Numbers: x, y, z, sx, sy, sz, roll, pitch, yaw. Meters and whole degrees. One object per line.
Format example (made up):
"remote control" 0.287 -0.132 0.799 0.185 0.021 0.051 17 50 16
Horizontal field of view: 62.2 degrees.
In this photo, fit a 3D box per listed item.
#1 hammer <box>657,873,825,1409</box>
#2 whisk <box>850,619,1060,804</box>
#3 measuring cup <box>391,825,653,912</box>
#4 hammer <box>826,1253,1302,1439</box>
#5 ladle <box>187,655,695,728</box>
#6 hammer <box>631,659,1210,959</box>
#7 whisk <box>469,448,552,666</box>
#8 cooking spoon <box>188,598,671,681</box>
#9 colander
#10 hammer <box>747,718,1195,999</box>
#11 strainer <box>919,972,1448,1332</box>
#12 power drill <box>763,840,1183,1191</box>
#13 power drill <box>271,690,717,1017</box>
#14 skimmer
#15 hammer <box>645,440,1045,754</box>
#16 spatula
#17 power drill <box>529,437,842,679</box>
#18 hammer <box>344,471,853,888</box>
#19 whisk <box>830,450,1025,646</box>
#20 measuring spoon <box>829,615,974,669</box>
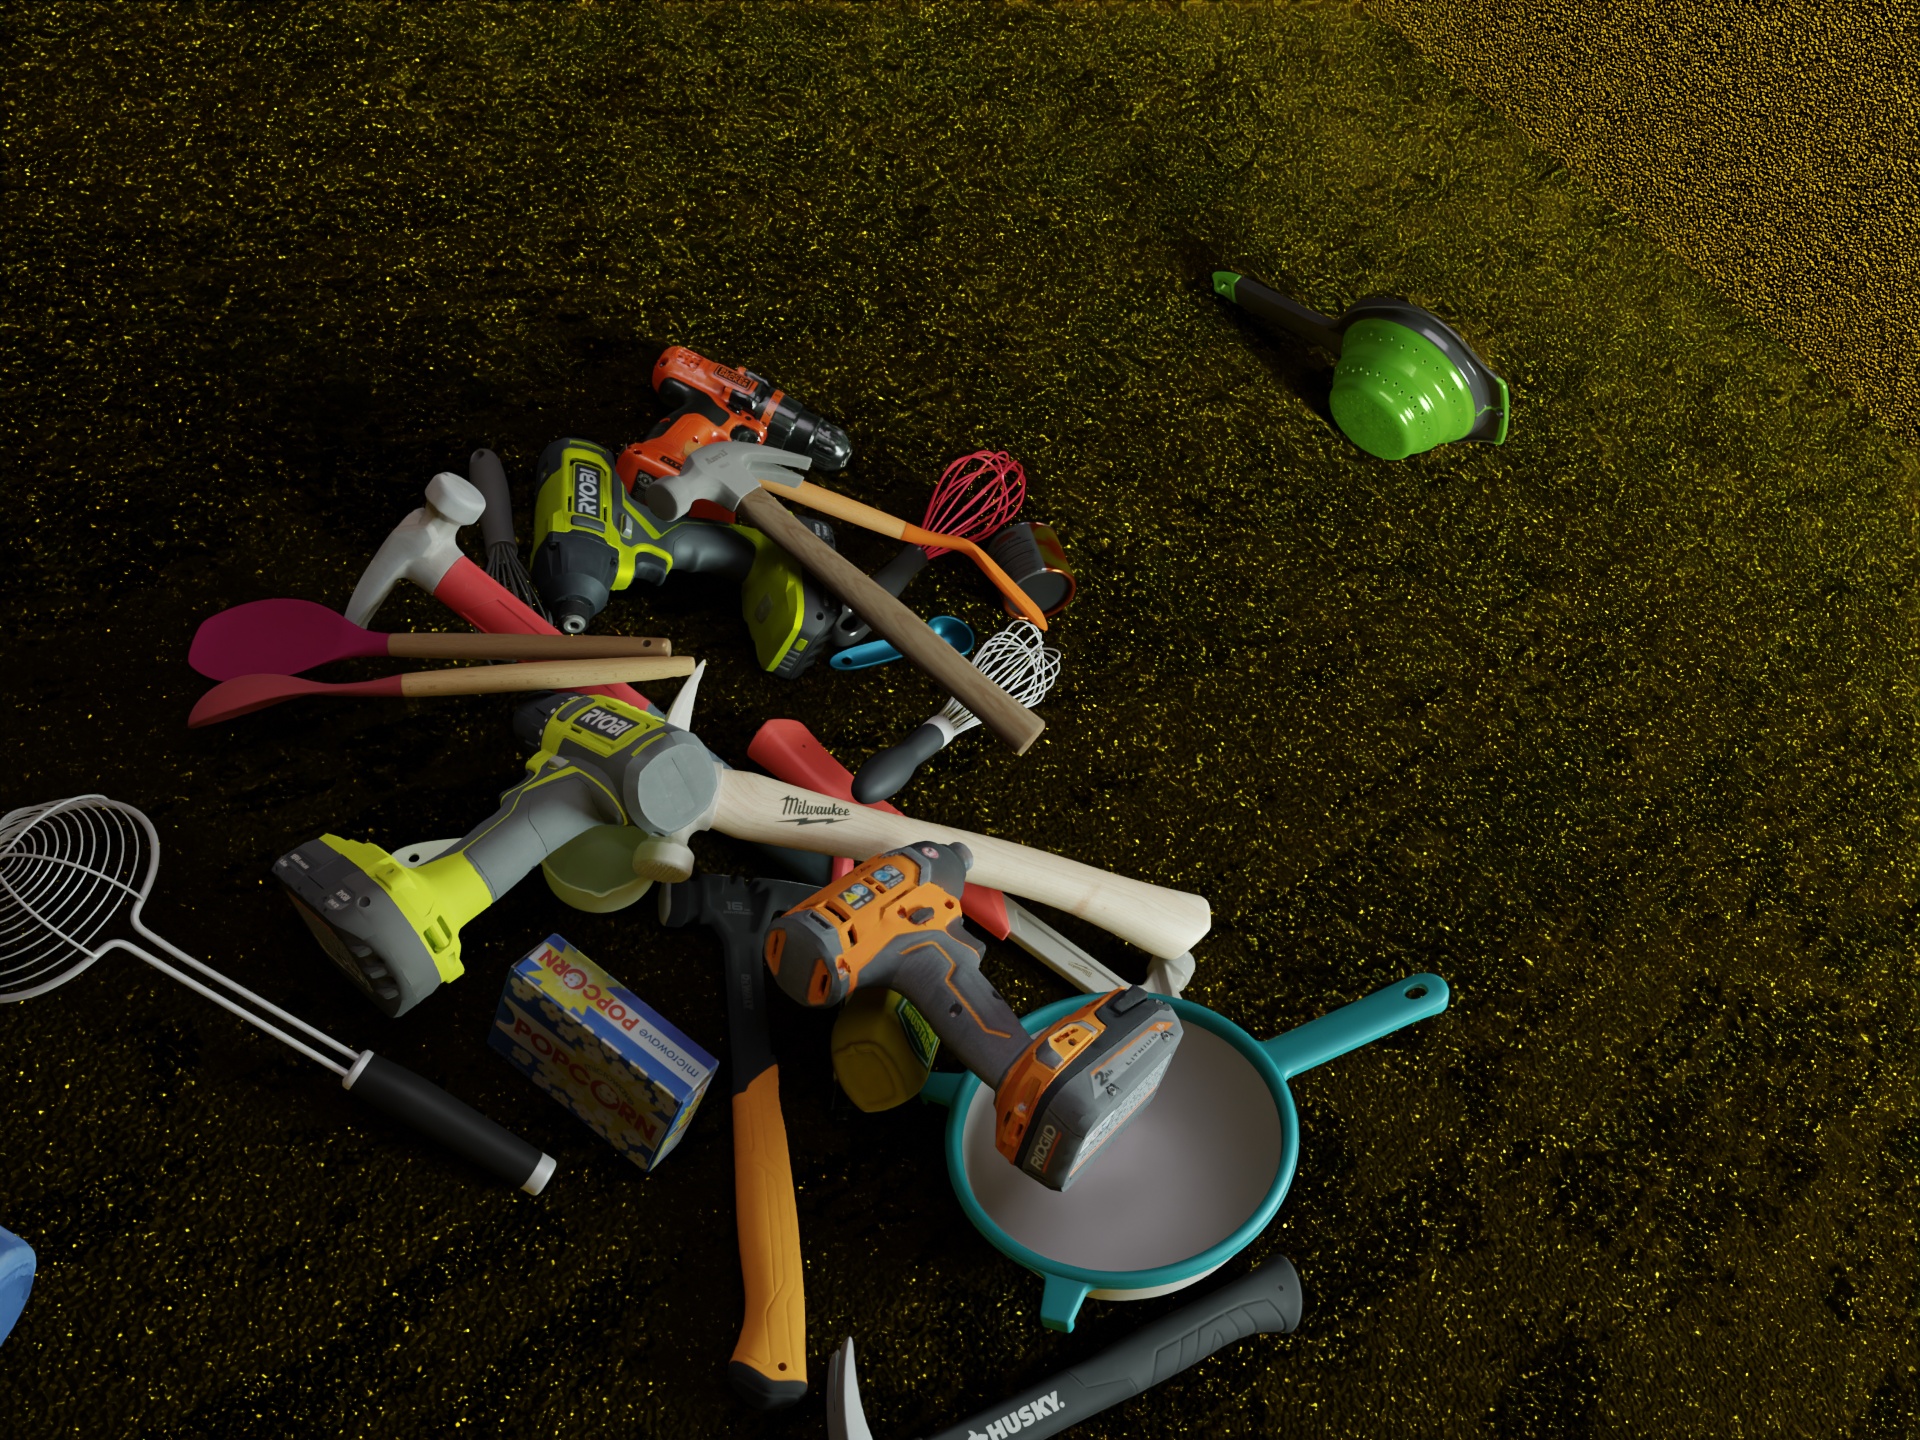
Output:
"hammer" -0.116 0.240 0.965 0.127 0.034 0.337 7 48 -20
"whisk" -0.002 -0.003 1.209 0.070 0.070 0.284 38 38 9
"measuring cup" -0.277 0.092 1.024 0.167 0.038 0.083 -3 52 -10
"hammer" 0.075 0.383 0.930 0.334 0.035 0.146 -11 57 -35
"ladle" -0.328 -0.023 1.013 0.315 0.069 0.031 -5 94 -5
"hammer" -0.011 0.081 1.084 0.410 0.038 0.146 16 62 -20
"whisk" -0.342 -0.124 1.179 0.055 0.055 0.239 1 45 -26
"cooking spoon" -0.349 -0.049 1.045 0.319 0.017 0.069 1 56 3
"colander" 0.417 -0.396 1.783 0.397 0.204 0.094 37 77 30
"hammer" -0.005 0.121 1.130 0.359 0.036 0.149 35 44 6
"strainer" 0.158 0.254 0.995 0.340 0.095 0.211 -20 40 -15
"power drill" 0.016 0.158 0.955 0.227 0.084 0.164 34 39 23
"power drill" -0.281 0.060 0.953 0.228 0.080 0.191 -37 34 -28
"skimmer" -0.392 0.167 0.889 0.363 0.090 0.127 34 61 -10
"hammer" -0.071 -0.093 1.181 0.331 0.031 0.130 40 43 4
"spatula" -0.072 -0.153 1.281 0.322 0.041 0.081 20 15 -7
"power drill" -0.207 -0.112 1.187 0.223 0.080 0.171 14 45 -27
"hammer" -0.238 0.007 1.087 0.386 0.143 0.038 39 16 -5
"whisk" -0.027 -0.151 1.357 0.073 0.073 0.296 35 50 6
"measuring spoon" -0.049 -0.054 1.288 0.128 0.021 0.042 -15 59 -26
